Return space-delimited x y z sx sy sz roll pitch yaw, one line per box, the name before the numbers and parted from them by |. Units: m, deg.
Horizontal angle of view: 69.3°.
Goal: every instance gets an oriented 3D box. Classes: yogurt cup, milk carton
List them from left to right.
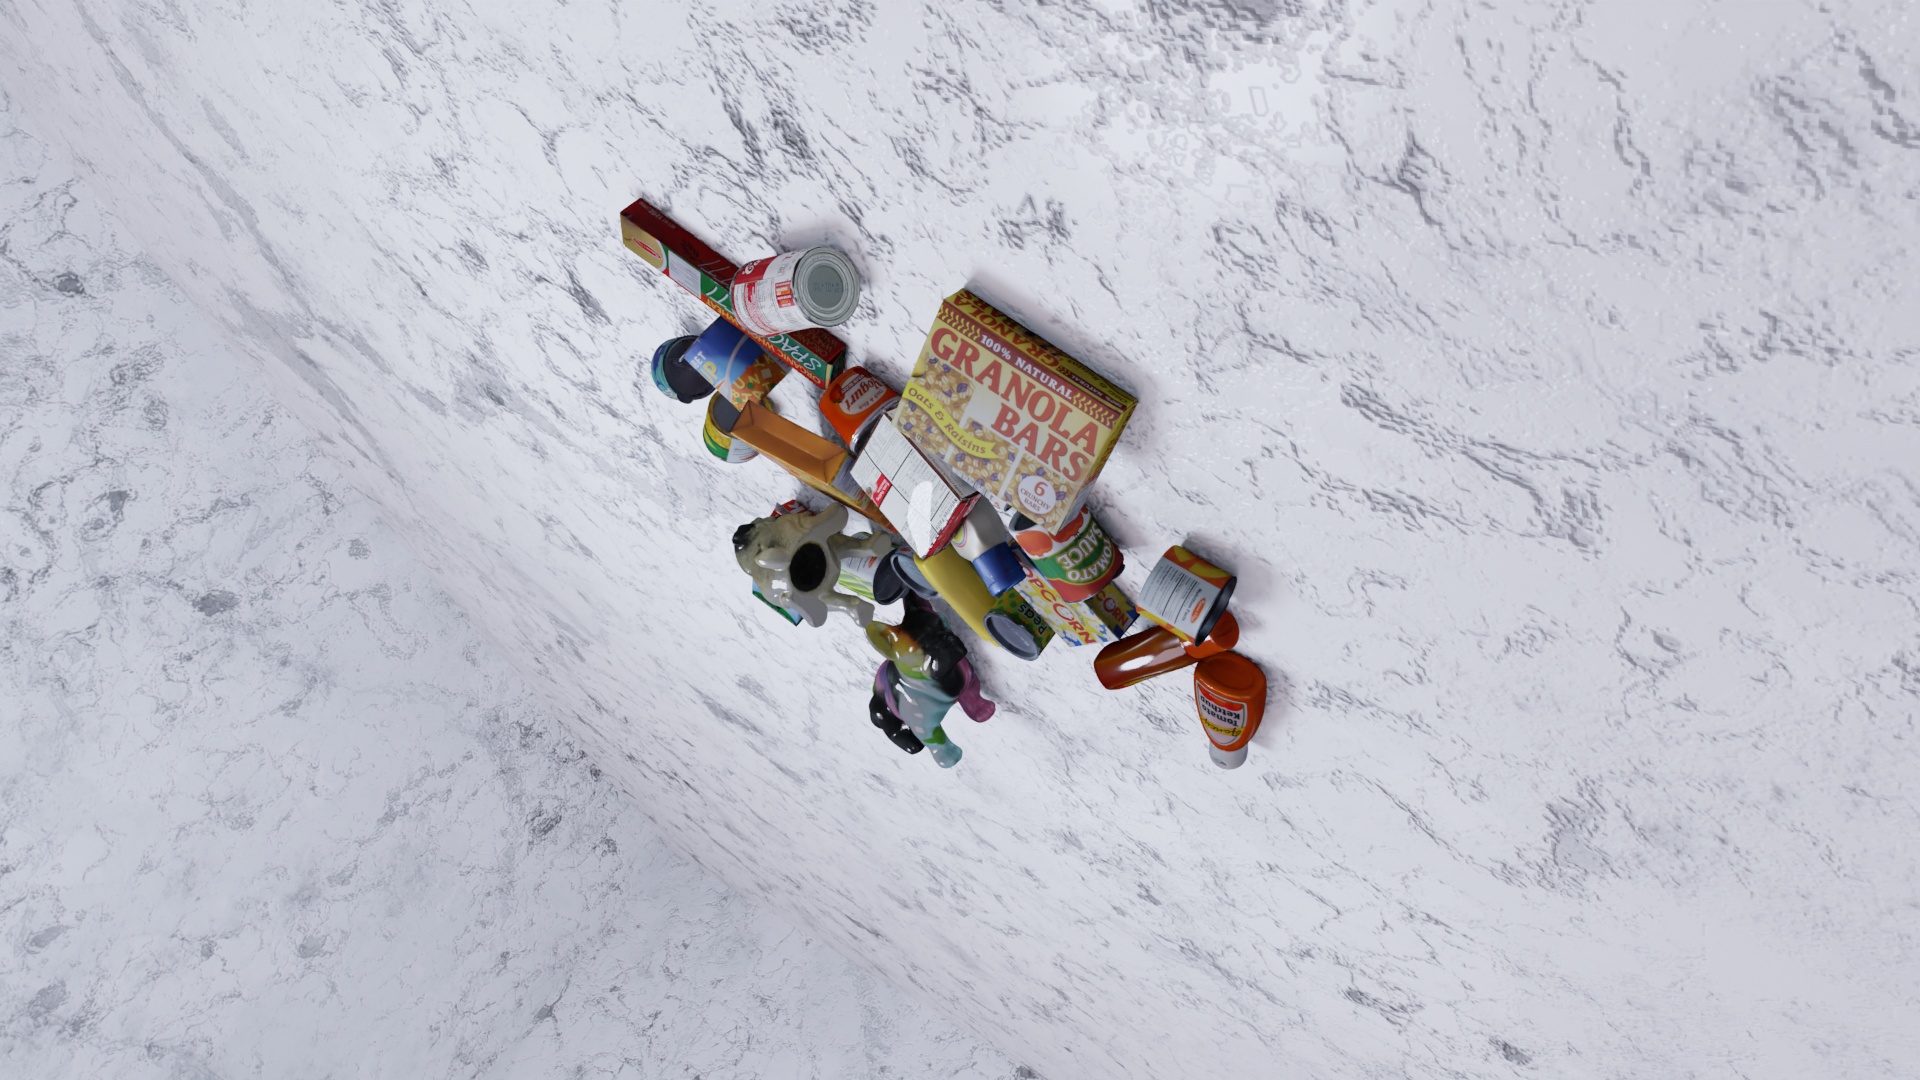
milk carton | -0.189 0.019 1.597 0.072 0.074 0.189 37 154 8
yogurt cup | -0.090 -0.120 1.253 0.054 0.073 0.072 44 155 10

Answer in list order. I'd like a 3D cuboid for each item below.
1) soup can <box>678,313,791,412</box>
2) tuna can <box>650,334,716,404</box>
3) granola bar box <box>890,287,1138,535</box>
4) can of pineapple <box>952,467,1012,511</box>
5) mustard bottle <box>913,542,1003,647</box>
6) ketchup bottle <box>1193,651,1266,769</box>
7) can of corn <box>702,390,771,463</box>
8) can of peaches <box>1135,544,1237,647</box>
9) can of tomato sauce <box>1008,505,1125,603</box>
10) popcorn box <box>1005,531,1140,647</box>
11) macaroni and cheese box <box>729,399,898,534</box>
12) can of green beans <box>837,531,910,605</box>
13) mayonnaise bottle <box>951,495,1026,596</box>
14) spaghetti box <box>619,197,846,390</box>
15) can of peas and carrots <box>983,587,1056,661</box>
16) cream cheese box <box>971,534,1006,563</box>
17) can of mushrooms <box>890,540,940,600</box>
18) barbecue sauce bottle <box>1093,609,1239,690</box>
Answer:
soup can | -0.216 -0.169 1.334 0.083 0.071 0.071 44 154 -9
tuna can | -0.280 -0.173 1.416 0.033 0.071 0.071 3 136 54
granola bar box | 0.038 -0.099 1.080 0.166 0.039 0.123 34 126 12
can of pineapple | 0.036 -0.068 1.164 0.058 0.071 0.070 38 154 6
mustard bottle | 0.019 0.061 1.404 0.160 0.049 0.065 48 -179 -22
ketchup bottle | 0.246 0.159 1.268 0.065 0.044 0.148 25 151 26
can of corn | -0.233 -0.123 1.438 0.071 0.071 0.058 39 154 2
can of peaches | 0.186 0.045 1.142 0.058 0.071 0.071 30 153 19
can of tomato sauce | 0.092 0.002 1.197 0.083 0.071 0.071 51 152 -20
popcorn box | 0.094 0.041 1.288 0.126 0.038 0.085 47 153 -14
macaroni and cheese box | -0.130 -0.069 1.343 0.124 0.040 0.166 28 176 25
can of green beans | -0.093 0.030 1.492 0.058 0.071 0.071 22 149 34
mayonnaise bottle | 0.006 -0.020 1.256 0.148 0.041 0.064 58 150 8
spaghetti box | -0.210 -0.227 1.282 0.250 0.029 0.050 36 154 9
can of peas and carrots | 0.066 0.074 1.356 0.071 0.059 0.070 31 152 18
cream cheese box | 0.005 -0.017 1.334 0.103 0.024 0.053 47 154 -14
can of mushrooms | -0.038 0.028 1.454 0.071 0.033 0.070 30 152 18
barbecue sauce bottle | 0.184 0.095 1.231 0.148 0.065 0.043 -29 87 54
